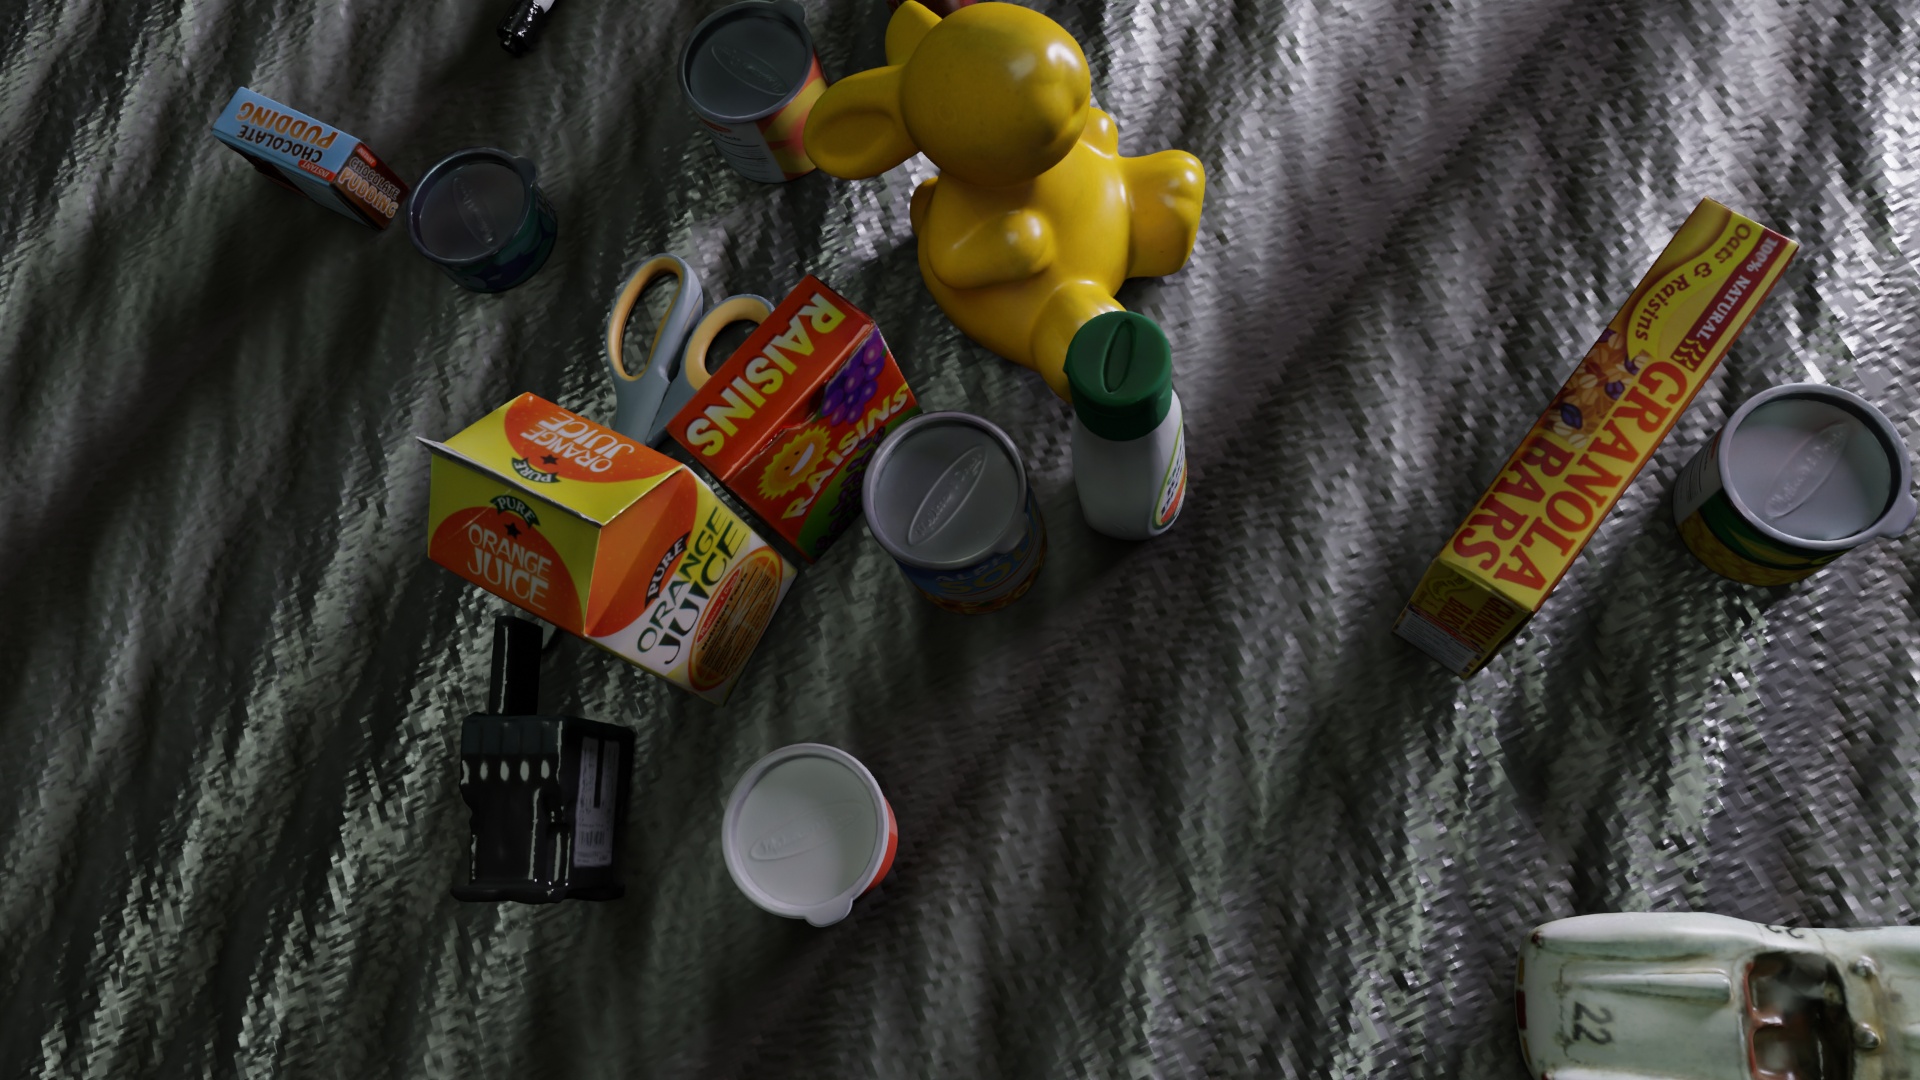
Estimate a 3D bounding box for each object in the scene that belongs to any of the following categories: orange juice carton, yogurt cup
[{"bbox_3d":[-0.135,0.004,0.544,0.072,0.192,0.073,25,80,16],"label":"orange juice carton"},{"bbox_3d":[-0.058,0.120,0.569,0.072,0.054,0.072,-3,73,9],"label":"yogurt cup"}]

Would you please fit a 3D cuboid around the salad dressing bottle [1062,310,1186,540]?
[{"bbox_3d":[0.066,-0.043,0.548,0.044,0.147,0.064,12,76,13],"label":"salad dressing bottle"}]

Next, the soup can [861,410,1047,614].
[{"bbox_3d":[0.002,-0.007,0.582,0.071,0.083,0.071,-3,74,9],"label":"soup can"}]

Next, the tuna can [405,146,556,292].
[{"bbox_3d":[-0.237,-0.161,0.696,0.071,0.032,0.071,-3,73,9],"label":"tuna can"}]

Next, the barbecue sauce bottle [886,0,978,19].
[{"bbox_3d":[-0.023,-0.279,0.633,0.044,0.148,0.065,-19,72,4],"label":"barbecue sauce bottle"}]

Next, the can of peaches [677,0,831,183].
[{"bbox_3d":[-0.094,-0.218,0.675,0.071,0.058,0.071,-3,73,9],"label":"can of peaches"}]

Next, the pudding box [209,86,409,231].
[{"bbox_3d":[-0.334,-0.195,0.713,0.084,0.049,0.030,25,80,16],"label":"pudding box"}]

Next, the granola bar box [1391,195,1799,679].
[{"bbox_3d":[0.235,-0.031,0.528,0.039,0.124,0.166,36,83,17],"label":"granola bar box"}]

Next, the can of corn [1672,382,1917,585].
[{"bbox_3d":[0.324,-0.019,0.543,0.071,0.058,0.071,-3,73,9],"label":"can of corn"}]

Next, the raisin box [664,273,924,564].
[{"bbox_3d":[-0.063,-0.046,0.583,0.040,0.123,0.086,41,84,18],"label":"raisin box"}]
